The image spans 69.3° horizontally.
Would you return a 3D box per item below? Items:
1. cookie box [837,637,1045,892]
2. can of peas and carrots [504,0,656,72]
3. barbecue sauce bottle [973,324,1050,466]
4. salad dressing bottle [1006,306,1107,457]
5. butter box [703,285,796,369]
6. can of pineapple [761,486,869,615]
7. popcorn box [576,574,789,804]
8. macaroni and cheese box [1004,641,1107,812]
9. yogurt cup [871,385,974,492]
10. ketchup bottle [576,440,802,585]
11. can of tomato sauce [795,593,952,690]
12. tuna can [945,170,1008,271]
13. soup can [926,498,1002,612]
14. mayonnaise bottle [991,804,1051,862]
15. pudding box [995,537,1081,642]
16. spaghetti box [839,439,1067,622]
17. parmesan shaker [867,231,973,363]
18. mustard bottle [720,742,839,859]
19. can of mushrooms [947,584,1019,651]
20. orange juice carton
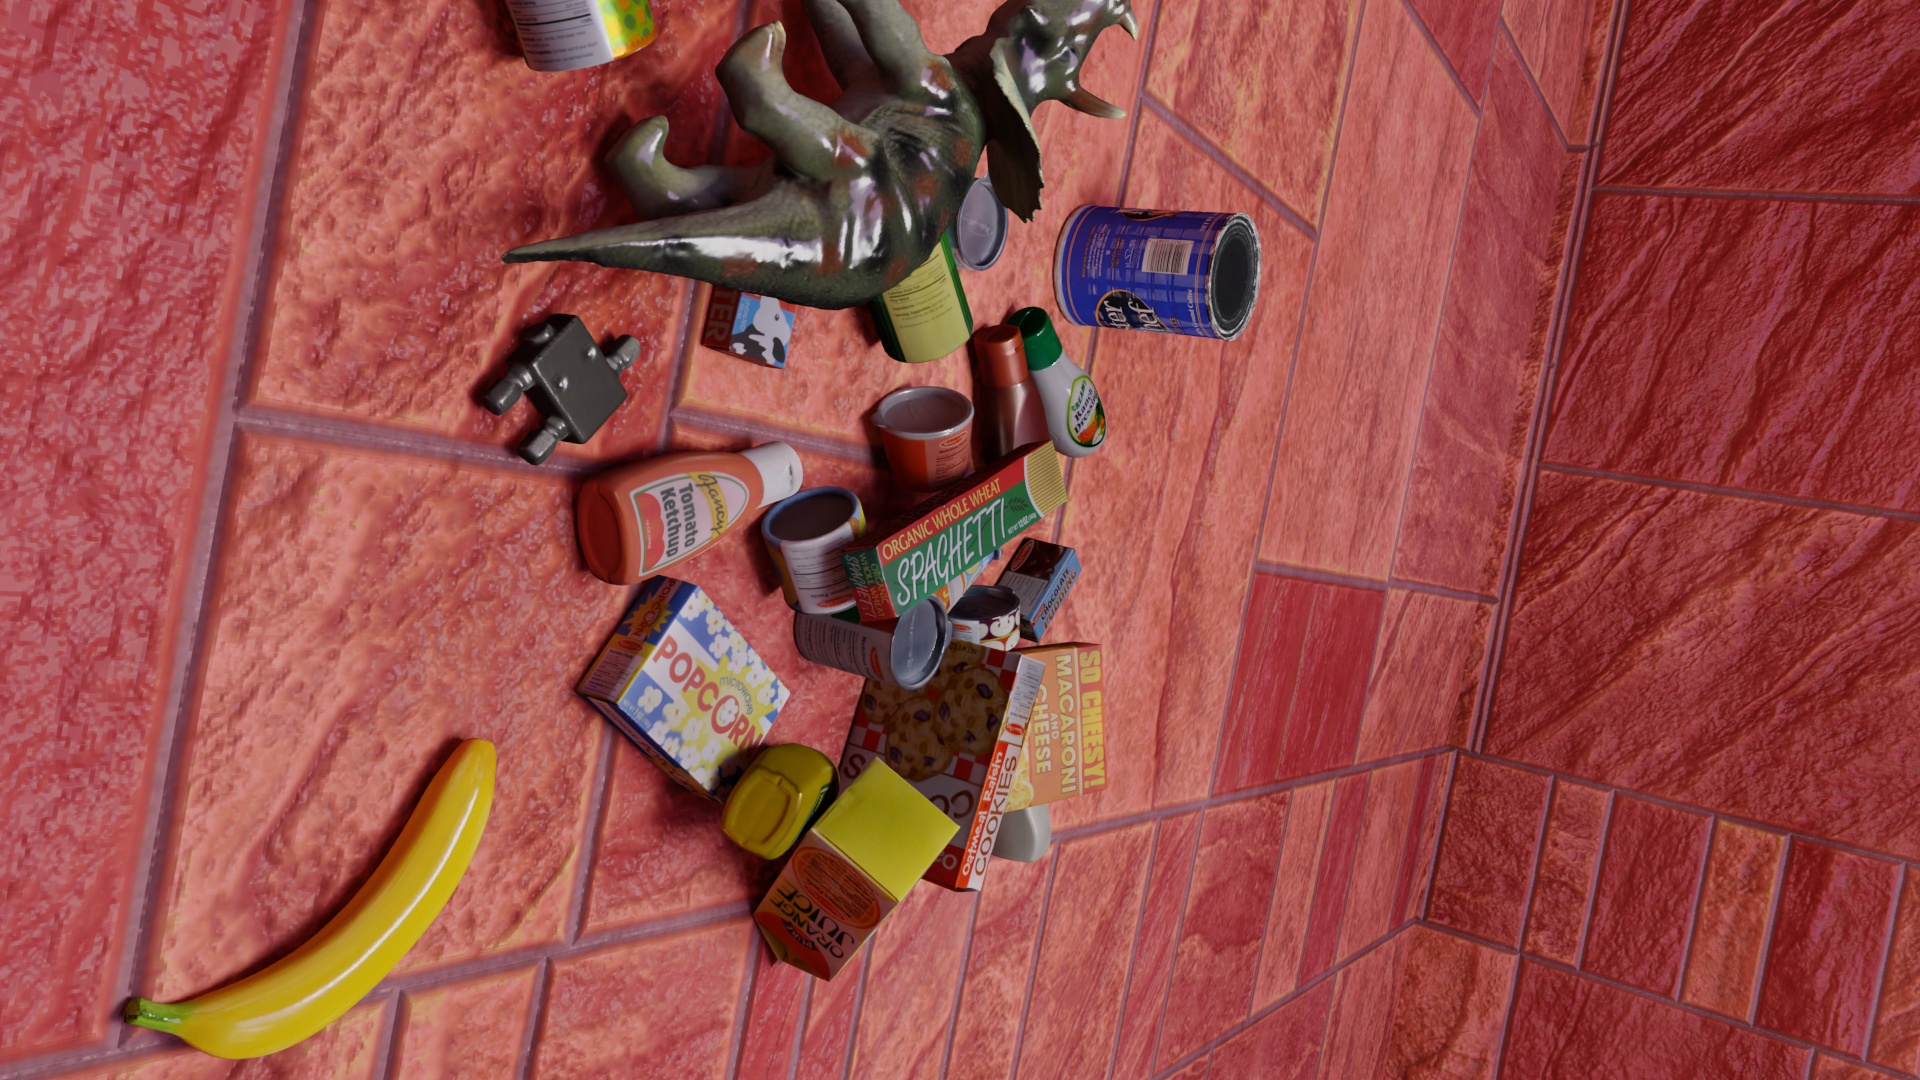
[{"bbox_3d":[-0.021,0.152,0.994,0.040,0.123,0.167,28,76,-55],"label":"cookie box"},{"bbox_3d":[-0.184,-0.265,0.667,0.071,0.071,0.058,-46,136,-40],"label":"can of peas and carrots"},{"bbox_3d":[0.041,-0.095,1.088,0.065,0.043,0.147,-44,134,-42],"label":"barbecue sauce bottle"},{"bbox_3d":[0.077,-0.128,1.133,0.064,0.044,0.147,-61,144,-23],"label":"salad dressing bottle"},{"bbox_3d":[-0.120,-0.160,0.837,0.053,0.024,0.103,12,90,-58],"label":"butter box"},{"bbox_3d":[-0.090,0.005,0.898,0.071,0.071,0.057,-47,136,-39],"label":"can of pineapple"},{"bbox_3d":[-0.163,0.091,0.835,0.085,0.038,0.126,-61,144,-26],"label":"popcorn box"},{"bbox_3d":[0.041,0.148,1.102,0.167,0.040,0.123,-4,92,-37],"label":"macaroni and cheese box"},{"bbox_3d":[-0.024,-0.070,0.978,0.073,0.072,0.053,-43,142,-42],"label":"yogurt cup"},{"bbox_3d":[-0.154,-0.024,0.810,0.149,0.043,0.064,-27,122,-52],"label":"ketchup bottle"},{"bbox_3d":[-0.059,0.060,0.944,0.071,0.083,0.071,-24,120,-52],"label":"can of tomato sauce"},{"bbox_3d":[0.004,-0.230,0.998,0.071,0.033,0.070,-25,120,-52],"label":"tuna can"},{"bbox_3d":[-0.021,0.020,1.002,0.084,0.071,0.071,-50,138,-36],"label":"soup can"},{"bbox_3d":[0.045,0.193,1.169,0.041,0.065,0.147,-16,109,-56],"label":"mayonnaise bottle"},{"bbox_3d":[0.060,0.040,1.154,0.084,0.049,0.030,-57,143,-30],"label":"pudding box"},{"bbox_3d":[0.003,-0.012,0.949,0.251,0.028,0.050,-33,110,-54],"label":"spaghetti box"},{"bbox_3d":[-0.038,-0.177,0.923,0.072,0.071,0.102,-54,141,-33],"label":"parmesan shaker"},{"bbox_3d":[-0.108,0.162,0.904,0.065,0.049,0.160,-59,173,3],"label":"mustard bottle"},{"bbox_3d":[0.015,0.061,1.074,0.071,0.071,0.033,-29,124,-50],"label":"can of mushrooms"},{"bbox_3d":[-0.078,0.232,0.934,0.072,0.073,0.191,-45,171,-41],"label":"orange juice carton"}]
